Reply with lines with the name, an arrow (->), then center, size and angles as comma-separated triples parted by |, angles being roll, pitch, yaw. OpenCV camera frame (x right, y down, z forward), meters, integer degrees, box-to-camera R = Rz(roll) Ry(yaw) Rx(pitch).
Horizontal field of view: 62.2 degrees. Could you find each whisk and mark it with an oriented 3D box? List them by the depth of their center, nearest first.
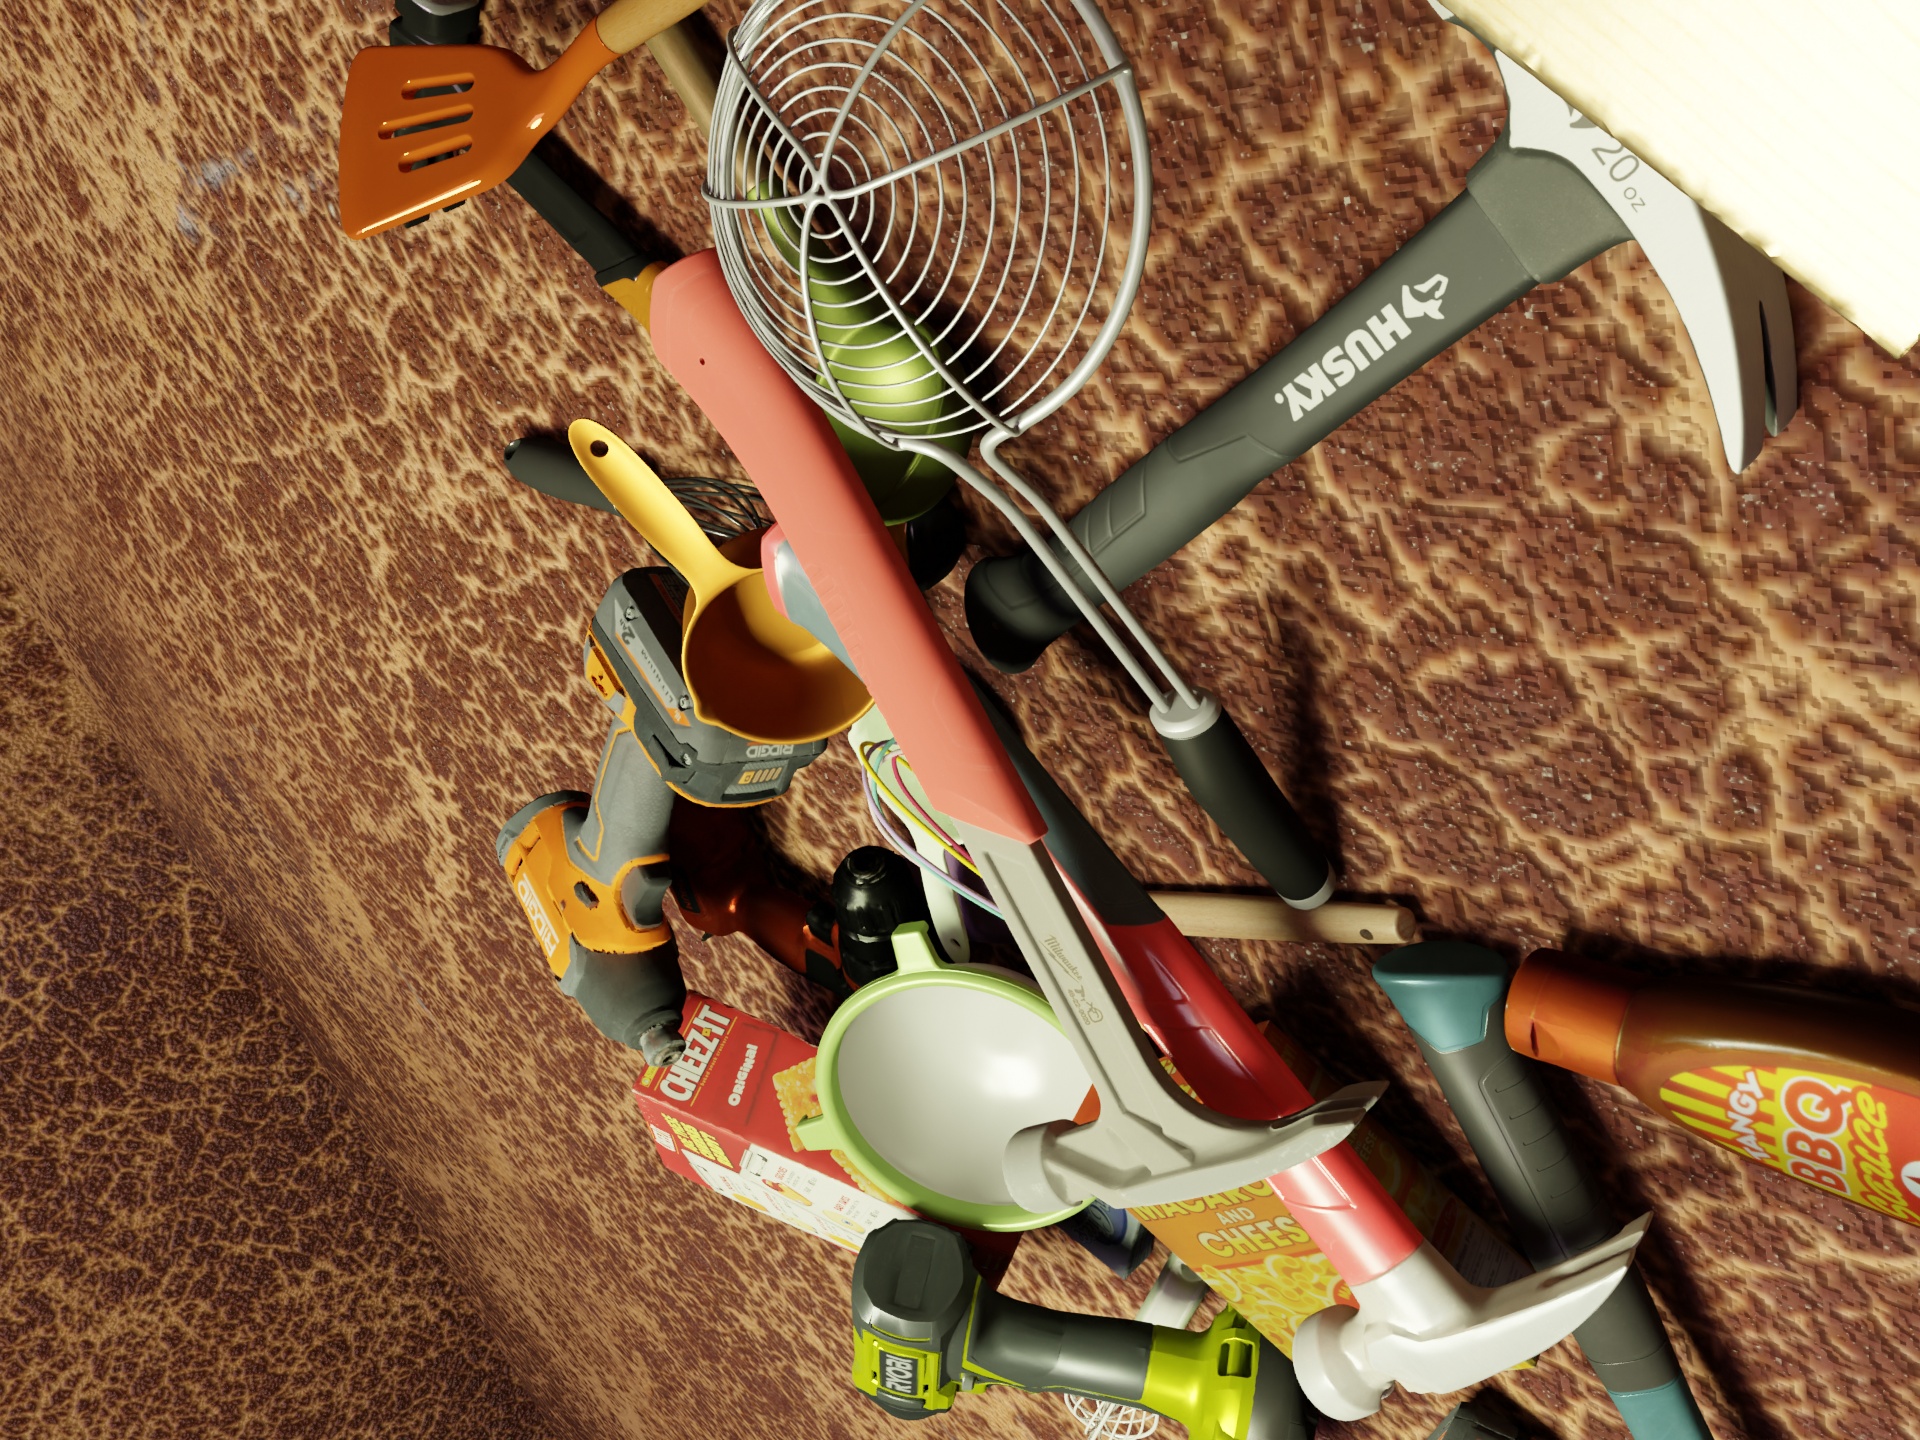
whisk -> 0.049, 0.088, 0.664 | 0.245, 0.051, 0.047 | 42, 165, -14
whisk -> -0.160, -0.105, 0.771 | 0.239, 0.055, 0.055 | 24, 138, 43
whisk -> 0.102, 0.344, 0.877 | 0.058, 0.059, 0.246 | 28, 137, 14

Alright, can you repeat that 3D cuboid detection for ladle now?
ladle -> -0.093, -0.214, 0.574 | 0.078, 0.062, 0.320 | -28, 95, 38

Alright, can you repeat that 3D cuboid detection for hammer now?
hammer -> 0.090, -0.082, 0.491 | 0.146, 0.035, 0.334 | 53, 148, -1
hammer -> -0.001, -0.002, 0.542 | 0.149, 0.037, 0.359 | -28, 89, 40
hammer -> 0.063, 0.063, 0.566 | 0.386, 0.038, 0.143 | 51, 130, 10
hammer -> 0.241, 0.224, 0.574 | 0.128, 0.033, 0.331 | -25, 97, 29
hammer -> -0.127, -0.170, 0.676 | 0.337, 0.034, 0.127 | 44, 146, 13

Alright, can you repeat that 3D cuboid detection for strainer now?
strainer -> 0.058, 0.190, 0.763 | 0.256, 0.069, 0.151 | 26, 120, 2

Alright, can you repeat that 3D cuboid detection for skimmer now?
skimmer -> 0.051, -0.060, 0.480 | 0.127, 0.090, 0.362 | -1, 148, 35

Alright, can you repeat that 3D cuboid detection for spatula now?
spatula -> -0.108, -0.241, 0.526 | 0.323, 0.041, 0.081 | -10, 76, 41
spatula -> 0.065, 0.080, 0.693 | 0.316, 0.018, 0.059 | -5, 119, 54

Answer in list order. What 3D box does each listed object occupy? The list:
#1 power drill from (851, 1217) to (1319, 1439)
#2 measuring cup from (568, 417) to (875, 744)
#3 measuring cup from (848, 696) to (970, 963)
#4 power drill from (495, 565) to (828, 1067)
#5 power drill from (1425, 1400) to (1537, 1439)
power drill -> 0.057, 0.327, 0.794 | 0.223, 0.080, 0.171 | 11, 140, 8
measuring cup -> -0.098, -0.067, 0.654 | 0.173, 0.095, 0.052 | 49, -165, -30
measuring cup -> -0.002, 0.048, 0.730 | 0.083, 0.038, 0.167 | 26, 141, 35
power drill -> -0.151, 0.055, 0.789 | 0.164, 0.084, 0.226 | 54, 130, 30
power drill -> 0.286, 0.420, 0.695 | 0.226, 0.084, 0.185 | 32, 144, 22
